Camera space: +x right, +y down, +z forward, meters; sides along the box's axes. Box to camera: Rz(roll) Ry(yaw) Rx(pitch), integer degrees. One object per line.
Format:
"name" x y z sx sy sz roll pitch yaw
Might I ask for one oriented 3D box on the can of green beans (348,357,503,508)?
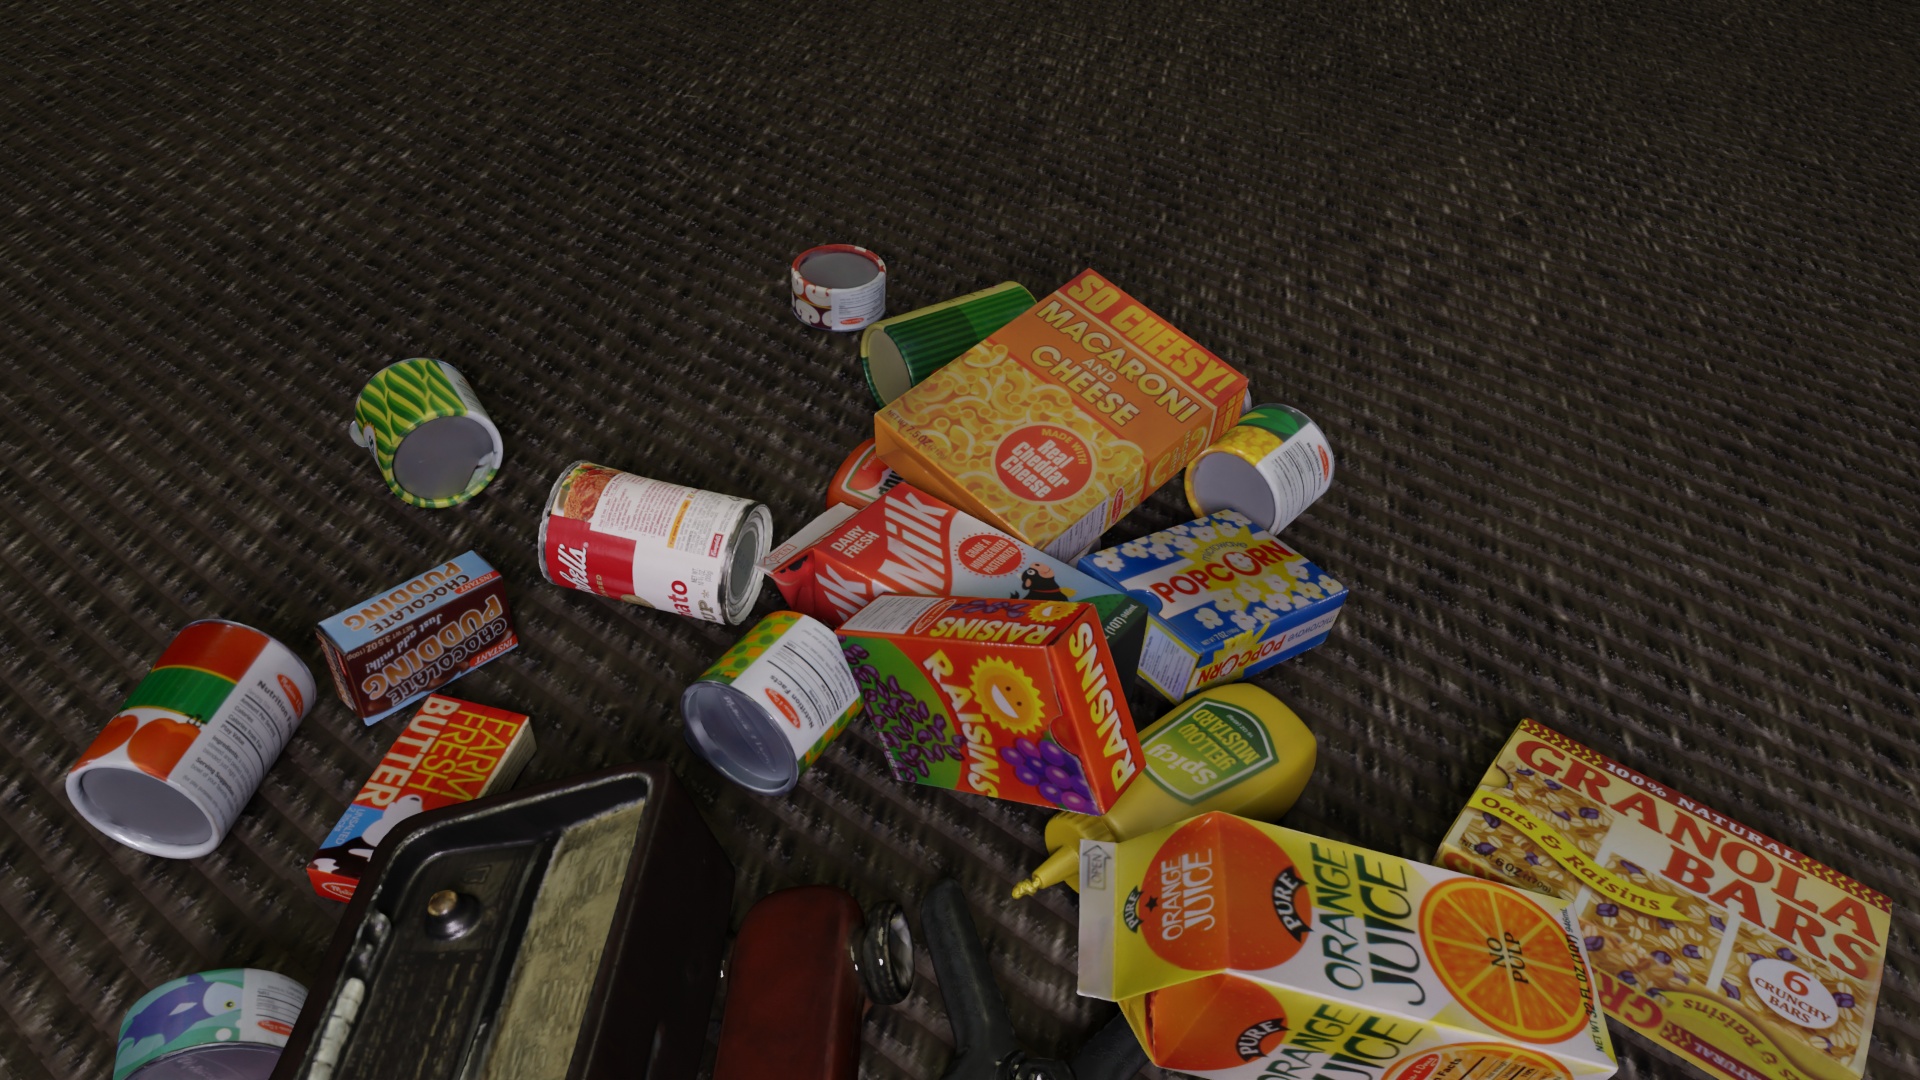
"can of green beans" -0.300 -0.060 0.785 0.071 0.070 0.058 -21 47 -26

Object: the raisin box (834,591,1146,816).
"raisin box" 0.012 0.069 0.611 0.123 0.085 0.040 1 29 41

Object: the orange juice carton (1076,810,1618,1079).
"orange juice carton" 0.136 0.164 0.528 0.193 0.072 0.072 15 40 -5

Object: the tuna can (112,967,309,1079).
"tuna can" -0.268 0.187 0.499 0.071 0.070 0.033 -9 42 -16

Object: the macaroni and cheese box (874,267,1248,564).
"macaroni and cheese box" 0.055 -0.066 0.759 0.167 0.040 0.124 -37 63 -25

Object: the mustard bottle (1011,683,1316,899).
"mustard bottle" 0.088 0.120 0.621 0.161 0.048 0.065 -25 46 -30

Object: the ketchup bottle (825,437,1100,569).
"ketchup bottle" 0.003 -0.010 0.770 0.149 0.043 0.065 20 46 17

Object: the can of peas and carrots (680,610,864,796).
"can of peas and carrots" -0.088 0.076 0.647 0.071 0.070 0.059 24 44 21

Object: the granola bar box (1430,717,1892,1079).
"granola bar box" 0.296 0.153 0.592 0.166 0.038 0.125 28 35 26

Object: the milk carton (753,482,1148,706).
"milk carton" -0.010 0.035 0.693 0.191 0.073 0.073 28 45 26

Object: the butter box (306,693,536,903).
"butter box" -0.235 0.116 0.616 0.053 0.024 0.104 11 41 7

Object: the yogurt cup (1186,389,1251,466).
"yogurt cup" 0.139 -0.087 0.859 0.072 0.072 0.054 -5 33 -10

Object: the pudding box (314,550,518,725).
"pudding box" -0.263 0.047 0.675 0.030 0.049 0.084 33 47 32

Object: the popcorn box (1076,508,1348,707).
"popcorn box" 0.128 0.031 0.720 0.127 0.038 0.085 -16 44 -40

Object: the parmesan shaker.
"parmesan shaker" -0.004 -0.118 0.884 0.103 0.071 0.071 -22 47 -26

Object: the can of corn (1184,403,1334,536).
"can of corn" 0.170 -0.037 0.802 0.071 0.070 0.058 31 48 28

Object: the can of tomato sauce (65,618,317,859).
"can of tomato sauce" -0.337 0.087 0.610 0.071 0.070 0.083 7 41 4

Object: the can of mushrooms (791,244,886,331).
"can of mushrooms" -0.086 -0.177 0.967 0.071 0.033 0.071 2 41 -2
